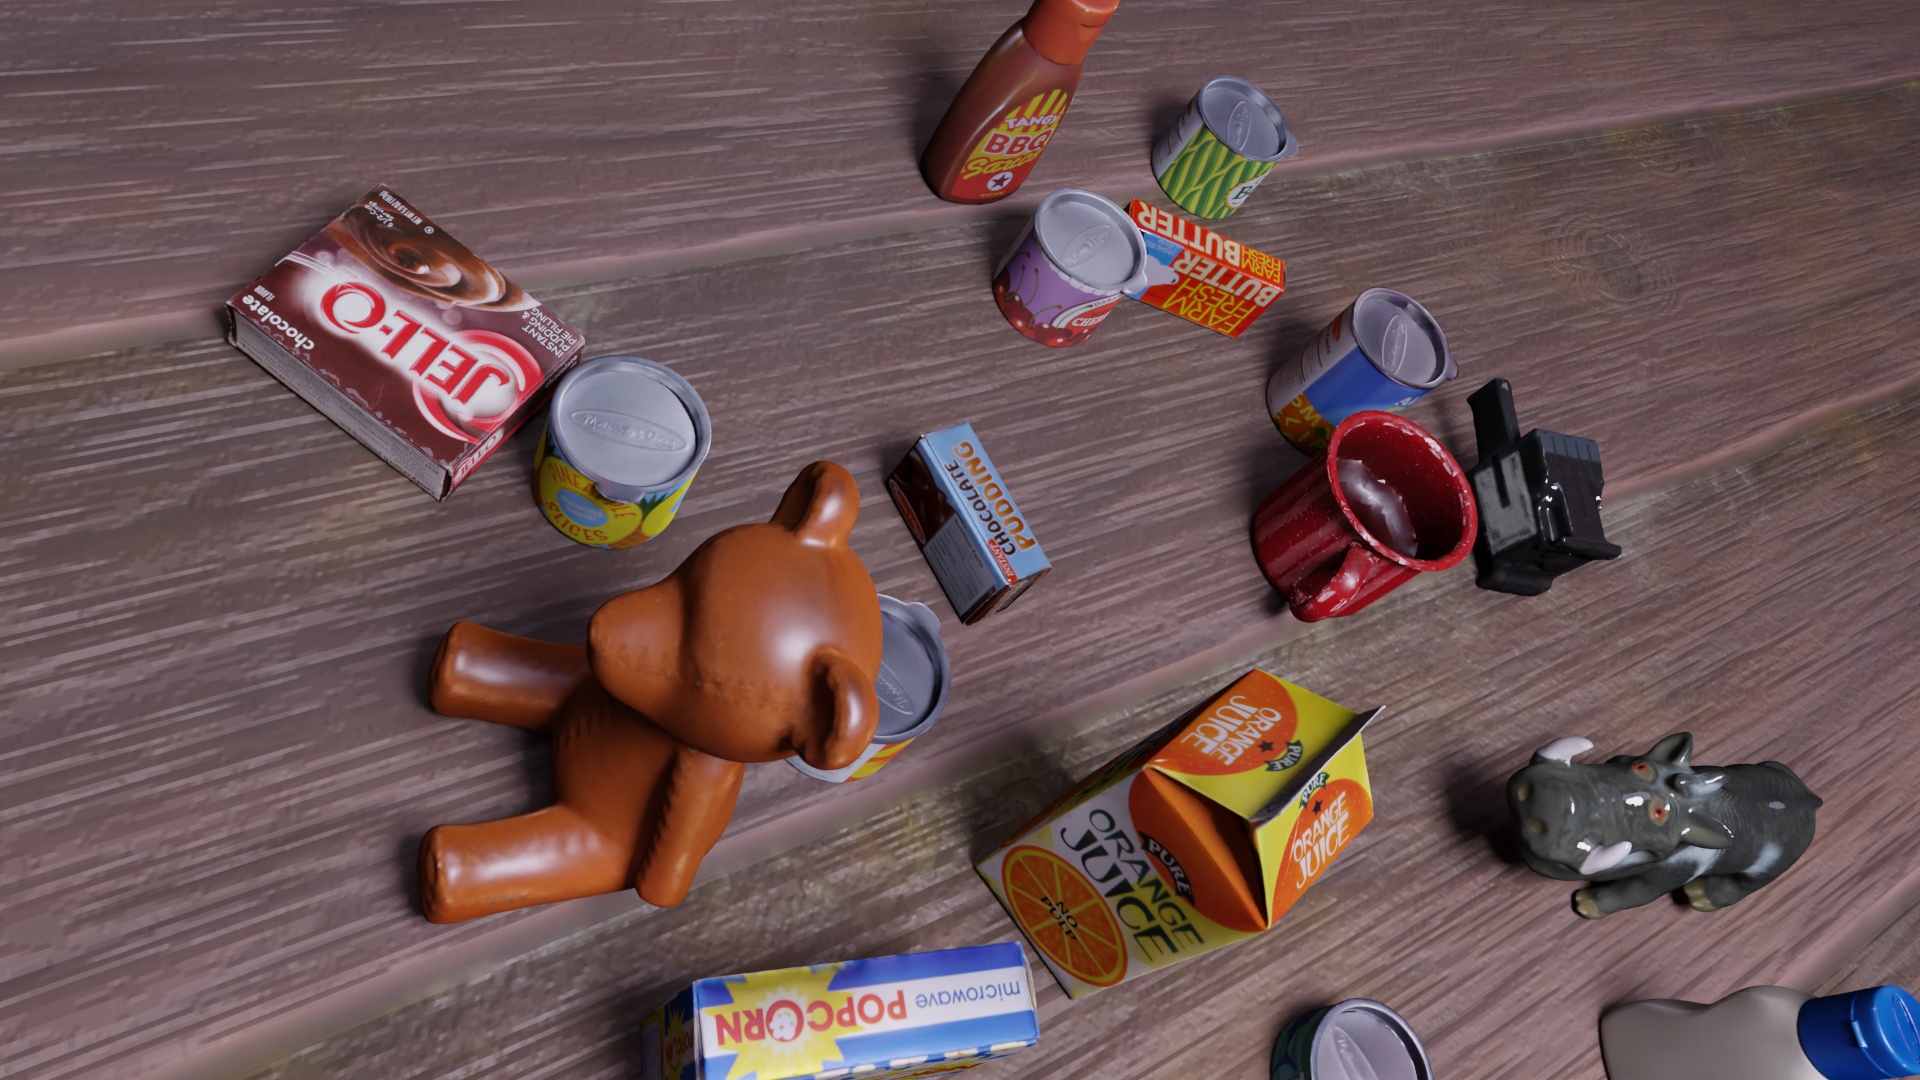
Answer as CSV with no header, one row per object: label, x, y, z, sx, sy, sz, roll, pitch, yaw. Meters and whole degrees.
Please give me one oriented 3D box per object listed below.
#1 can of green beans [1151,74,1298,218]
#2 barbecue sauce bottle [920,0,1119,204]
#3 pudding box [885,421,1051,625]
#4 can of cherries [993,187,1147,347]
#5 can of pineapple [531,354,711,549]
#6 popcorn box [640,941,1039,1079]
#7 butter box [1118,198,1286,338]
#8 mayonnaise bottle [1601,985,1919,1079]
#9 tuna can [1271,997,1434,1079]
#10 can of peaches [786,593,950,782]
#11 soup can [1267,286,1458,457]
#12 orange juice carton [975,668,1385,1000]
can of green beans,0.160,-0.242,0.858,0.071,0.057,0.071,12,59,-20
barbecue sauce bottle,0.033,-0.241,0.739,0.065,0.147,0.044,-15,72,-32
pudding box,0.002,-0.008,0.658,0.030,0.049,0.084,-22,75,-33
can of cherries,0.060,-0.145,0.755,0.071,0.058,0.072,12,59,-20
can of pineapple,-0.147,-0.036,0.595,0.071,0.057,0.071,12,59,-20
popcorn box,-0.046,0.180,0.509,0.127,0.085,0.038,1,64,-26
butter box,0.129,-0.155,0.798,0.103,0.053,0.024,18,58,-16
mayonnaise bottle,0.369,0.237,0.642,0.041,0.147,0.065,6,62,-23
tuna can,0.172,0.241,0.615,0.071,0.032,0.071,12,59,-20
can of peaches,-0.044,0.062,0.592,0.071,0.057,0.071,12,59,-20
soup can,0.228,-0.092,0.792,0.071,0.083,0.071,12,59,-20
orange juice carton,0.088,0.114,0.545,0.072,0.191,0.073,-32,81,-35
